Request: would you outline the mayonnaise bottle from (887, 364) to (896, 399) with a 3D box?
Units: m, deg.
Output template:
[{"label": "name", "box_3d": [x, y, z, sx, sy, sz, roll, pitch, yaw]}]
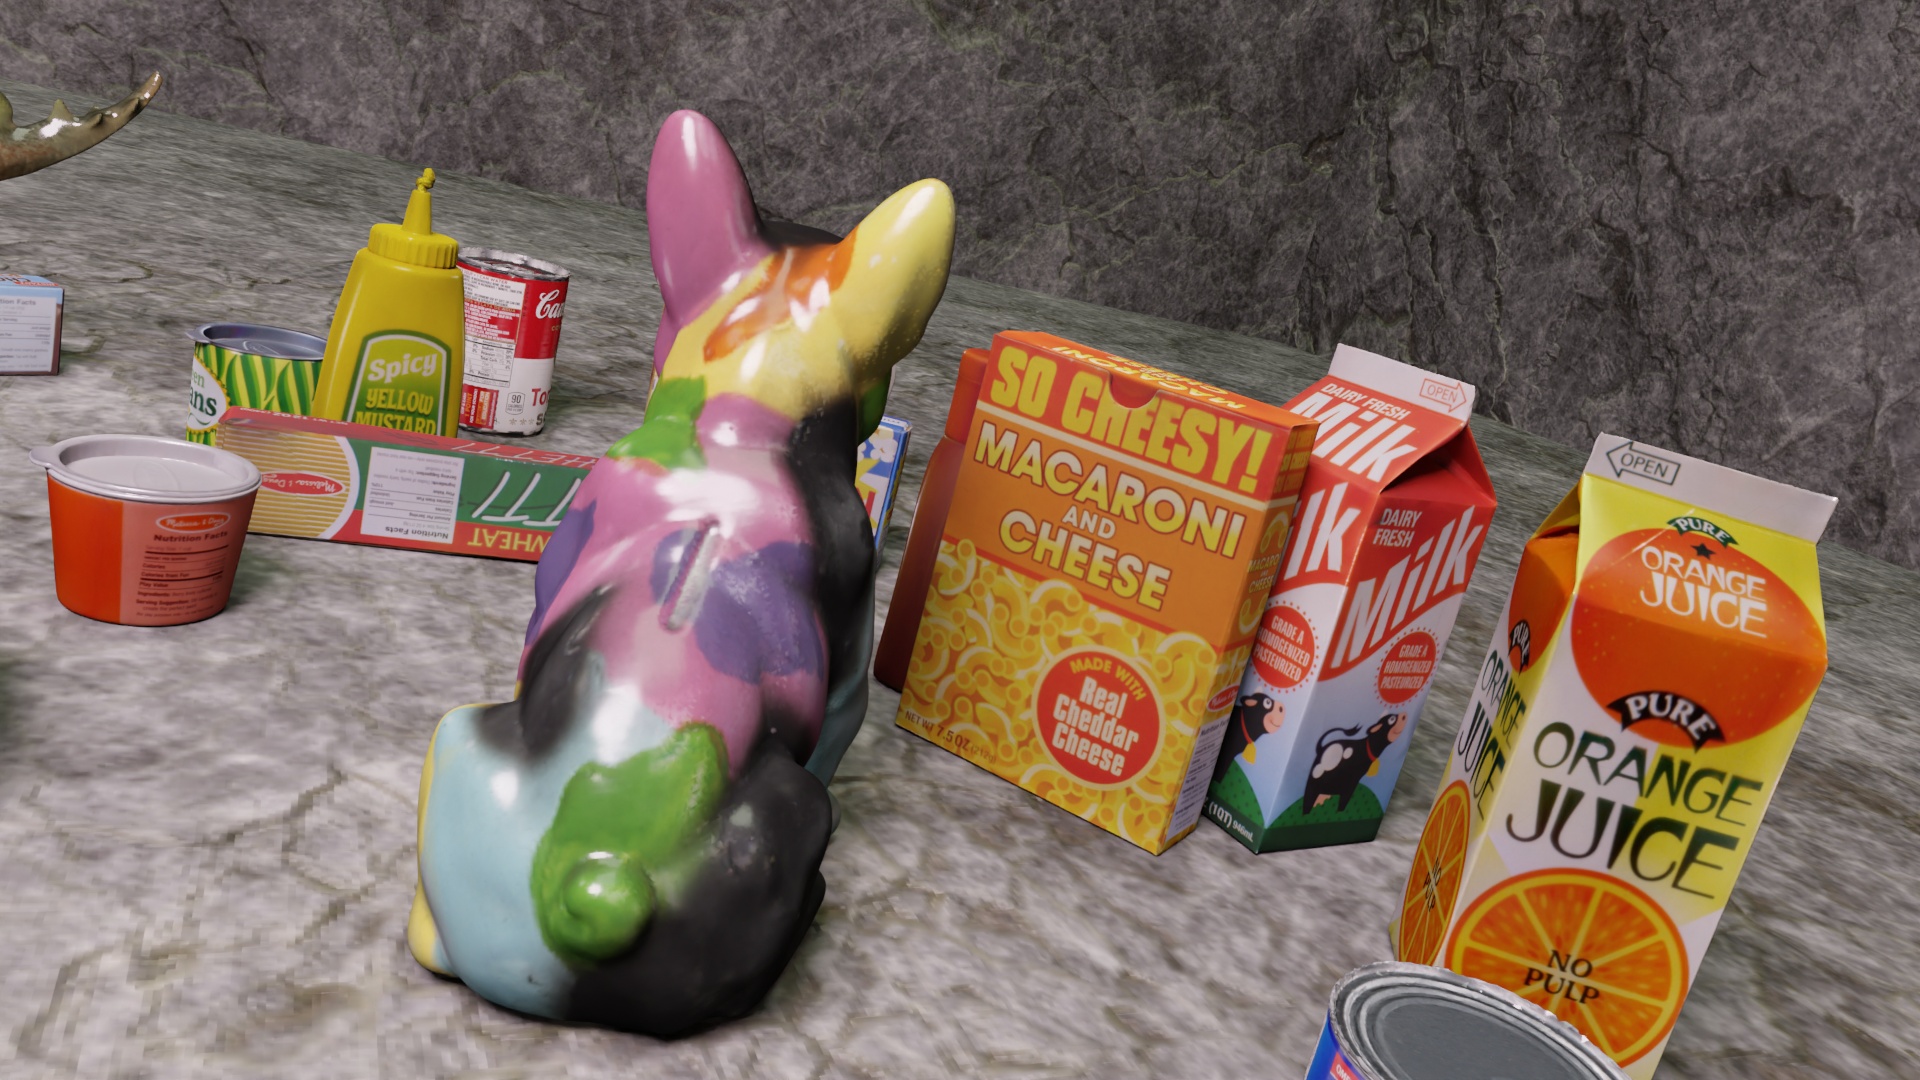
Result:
[{"label": "mayonnaise bottle", "box_3d": [-0.071, -0.094, 0.853, 0.065, 0.147, 0.041, 4, 18, -35]}]

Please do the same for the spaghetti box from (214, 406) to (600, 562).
[{"label": "spaghetti box", "box_3d": [-0.204, -0.017, 0.642, 0.250, 0.050, 0.029, 7, 16, -24]}]

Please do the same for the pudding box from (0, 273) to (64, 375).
[{"label": "pudding box", "box_3d": [-0.508, -0.111, 0.707, 0.030, 0.049, 0.084, 22, 17, 27]}]

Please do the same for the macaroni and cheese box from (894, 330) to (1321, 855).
[{"label": "macaroni and cheese box", "box_3d": [0.052, 0.016, 0.530, 0.124, 0.166, 0.040, 22, 16, 28]}]

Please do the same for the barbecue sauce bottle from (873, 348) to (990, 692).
[{"label": "barbecue sauce bottle", "box_3d": [0.002, -0.008, 0.606, 0.044, 0.148, 0.065, 19, 15, 19]}]

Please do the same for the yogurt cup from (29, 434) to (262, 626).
[{"label": "yogurt cup", "box_3d": [-0.294, -0.003, 0.504, 0.072, 0.053, 0.072, 13, 15, -3]}]

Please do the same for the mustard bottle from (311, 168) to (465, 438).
[{"label": "mustard bottle", "box_3d": [-0.270, -0.099, 0.666, 0.065, 0.159, 0.049, 4, 18, -34]}]

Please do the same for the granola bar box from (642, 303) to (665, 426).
[{"label": "granola bar box", "box_3d": [-0.155, -0.129, 0.949, 0.039, 0.123, 0.166, 17, 15, 11]}]

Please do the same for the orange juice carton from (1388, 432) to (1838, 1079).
[{"label": "orange juice carton", "box_3d": [0.200, 0.067, 0.431, 0.072, 0.192, 0.073, 16, 15, 8]}]

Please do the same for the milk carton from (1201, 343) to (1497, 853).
[{"label": "milk carton", "box_3d": [0.146, 0.022, 0.551, 0.073, 0.190, 0.072, 4, 18, -35]}]

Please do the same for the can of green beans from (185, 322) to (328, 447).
[{"label": "can of green beans", "box_3d": [-0.350, -0.073, 0.698, 0.071, 0.057, 0.071, 13, 15, -3]}]

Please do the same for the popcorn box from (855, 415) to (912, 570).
[{"label": "popcorn box", "box_3d": [-0.097, -0.036, 0.741, 0.127, 0.085, 0.038, 14, 15, 1]}]
